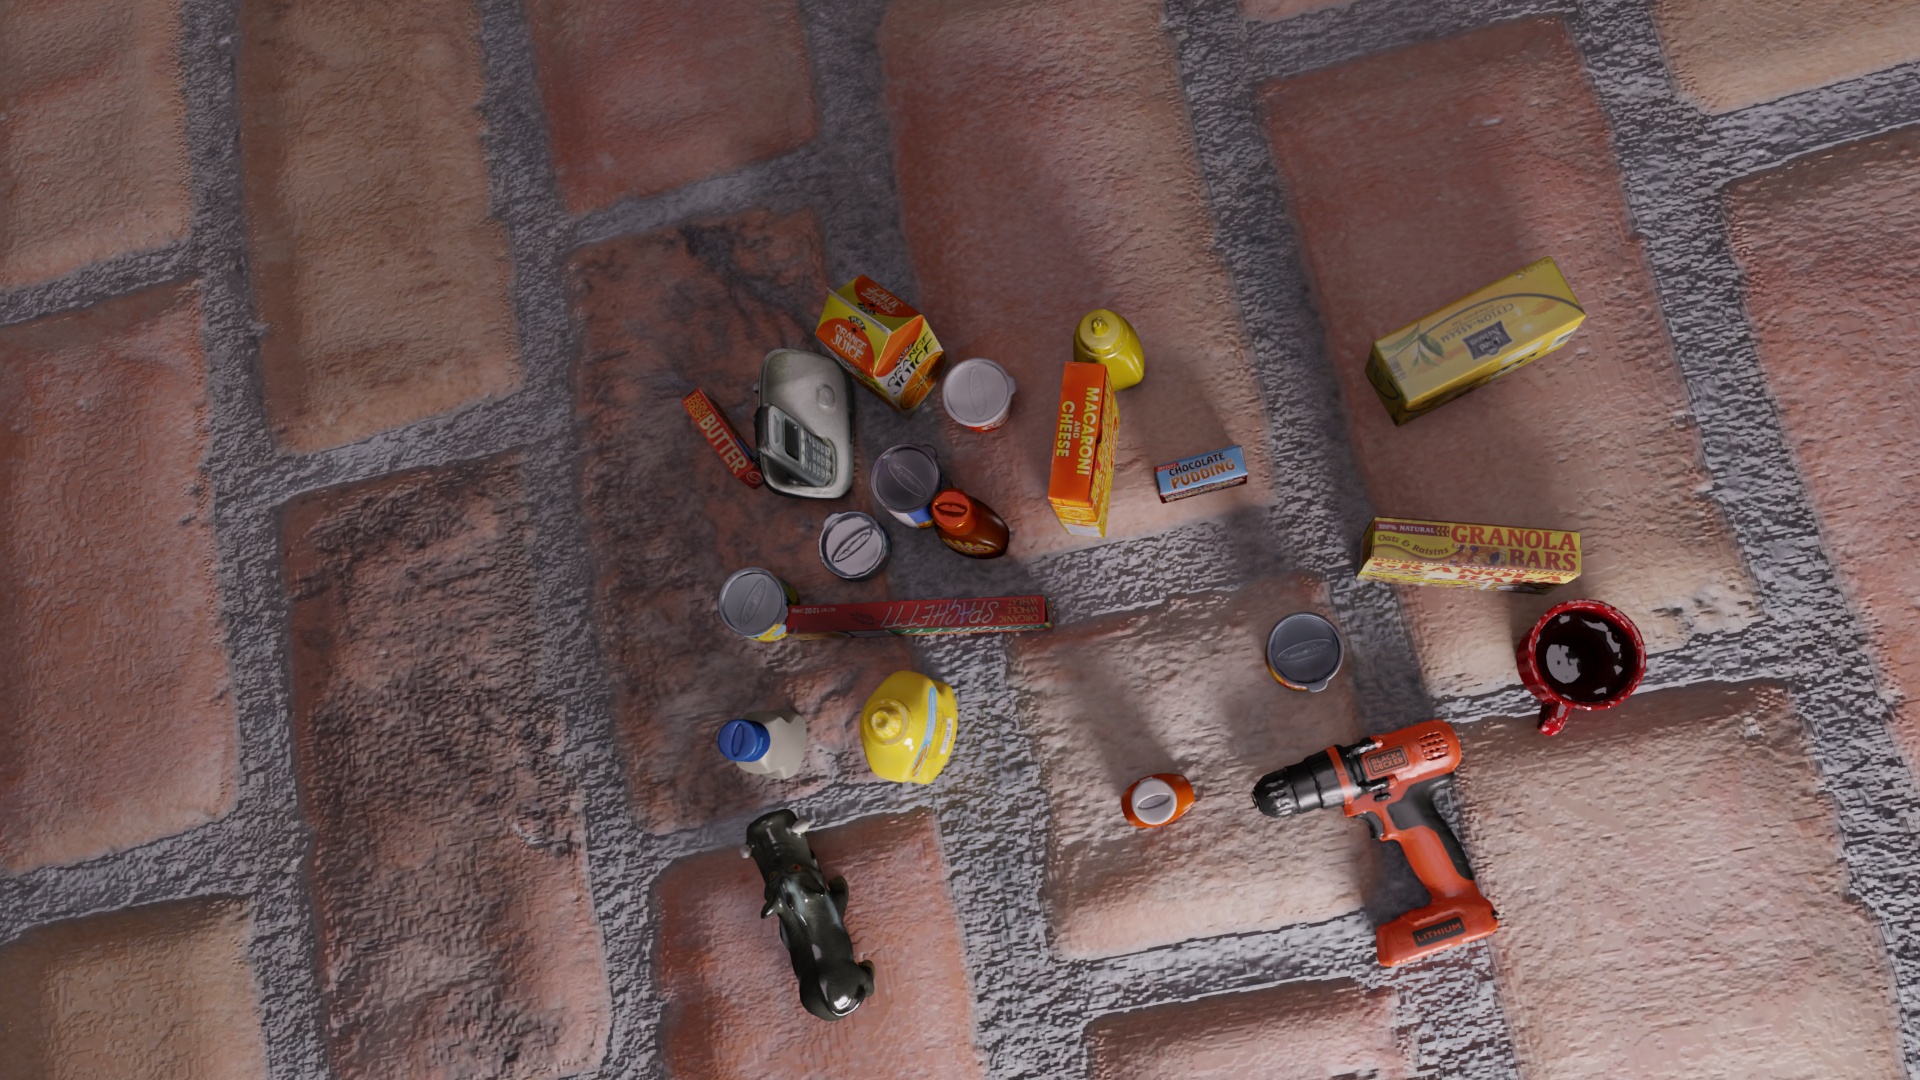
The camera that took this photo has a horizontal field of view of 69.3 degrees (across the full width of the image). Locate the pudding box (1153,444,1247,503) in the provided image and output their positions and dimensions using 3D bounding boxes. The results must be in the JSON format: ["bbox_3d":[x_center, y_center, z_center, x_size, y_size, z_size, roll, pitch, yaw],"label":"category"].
[{"bbox_3d":[0.223,-0.061,1.290,0.084,0.049,0.030,-14,78,7],"label":"pudding box"}]

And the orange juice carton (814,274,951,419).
[{"bbox_3d":[-0.073,-0.184,1.292,0.072,0.192,0.073,37,88,14],"label":"orange juice carton"}]

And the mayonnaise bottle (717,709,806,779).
[{"bbox_3d":[-0.179,0.183,1.262,0.041,0.148,0.065,6,81,11],"label":"mayonnaise bottle"}]

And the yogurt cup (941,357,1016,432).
[{"bbox_3d":[0.020,-0.137,1.338,0.072,0.054,0.072,-2,79,10],"label":"yogurt cup"}]

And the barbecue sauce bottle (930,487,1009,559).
[{"bbox_3d":[0.005,-0.016,1.268,0.065,0.148,0.044,9,81,12],"label":"barbecue sauce bottle"}]

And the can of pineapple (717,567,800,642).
[{"bbox_3d":[-0.191,0.064,1.334,0.071,0.058,0.071,-2,79,10],"label":"can of pineapple"}]

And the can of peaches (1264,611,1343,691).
[{"bbox_3d":[0.306,0.102,1.240,0.071,0.058,0.071,-2,79,10],"label":"can of peaches"}]

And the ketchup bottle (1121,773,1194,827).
[{"bbox_3d":[0.168,0.223,1.193,0.065,0.148,0.043,-21,77,6],"label":"ketchup bottle"}]

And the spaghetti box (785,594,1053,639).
[{"bbox_3d":[-0.037,0.073,1.309,0.250,0.050,0.029,-3,79,9],"label":"spaghetti box"}]

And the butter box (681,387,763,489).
[{"bbox_3d":[-0.232,-0.100,1.375,0.024,0.053,0.103,-38,75,2],"label":"butter box"}]

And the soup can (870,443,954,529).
[{"bbox_3d":[-0.042,-0.052,1.317,0.071,0.083,0.071,-2,79,10],"label":"soup can"}]

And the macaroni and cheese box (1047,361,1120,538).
[{"bbox_3d":[0.114,-0.078,1.252,0.040,0.166,0.124,6,81,11],"label":"macaroni and cheese box"}]

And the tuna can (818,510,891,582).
[{"bbox_3d":[-0.103,0.005,1.343,0.071,0.033,0.071,-2,79,10],"label":"tuna can"}]

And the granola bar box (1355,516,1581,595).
[{"bbox_3d":[0.434,0.014,1.201,0.165,0.124,0.039,5,81,11],"label":"granola bar box"}]

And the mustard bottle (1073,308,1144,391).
[{"bbox_3d":[0.133,-0.178,1.272,0.065,0.160,0.049,-7,79,9],"label":"mustard bottle"}]
